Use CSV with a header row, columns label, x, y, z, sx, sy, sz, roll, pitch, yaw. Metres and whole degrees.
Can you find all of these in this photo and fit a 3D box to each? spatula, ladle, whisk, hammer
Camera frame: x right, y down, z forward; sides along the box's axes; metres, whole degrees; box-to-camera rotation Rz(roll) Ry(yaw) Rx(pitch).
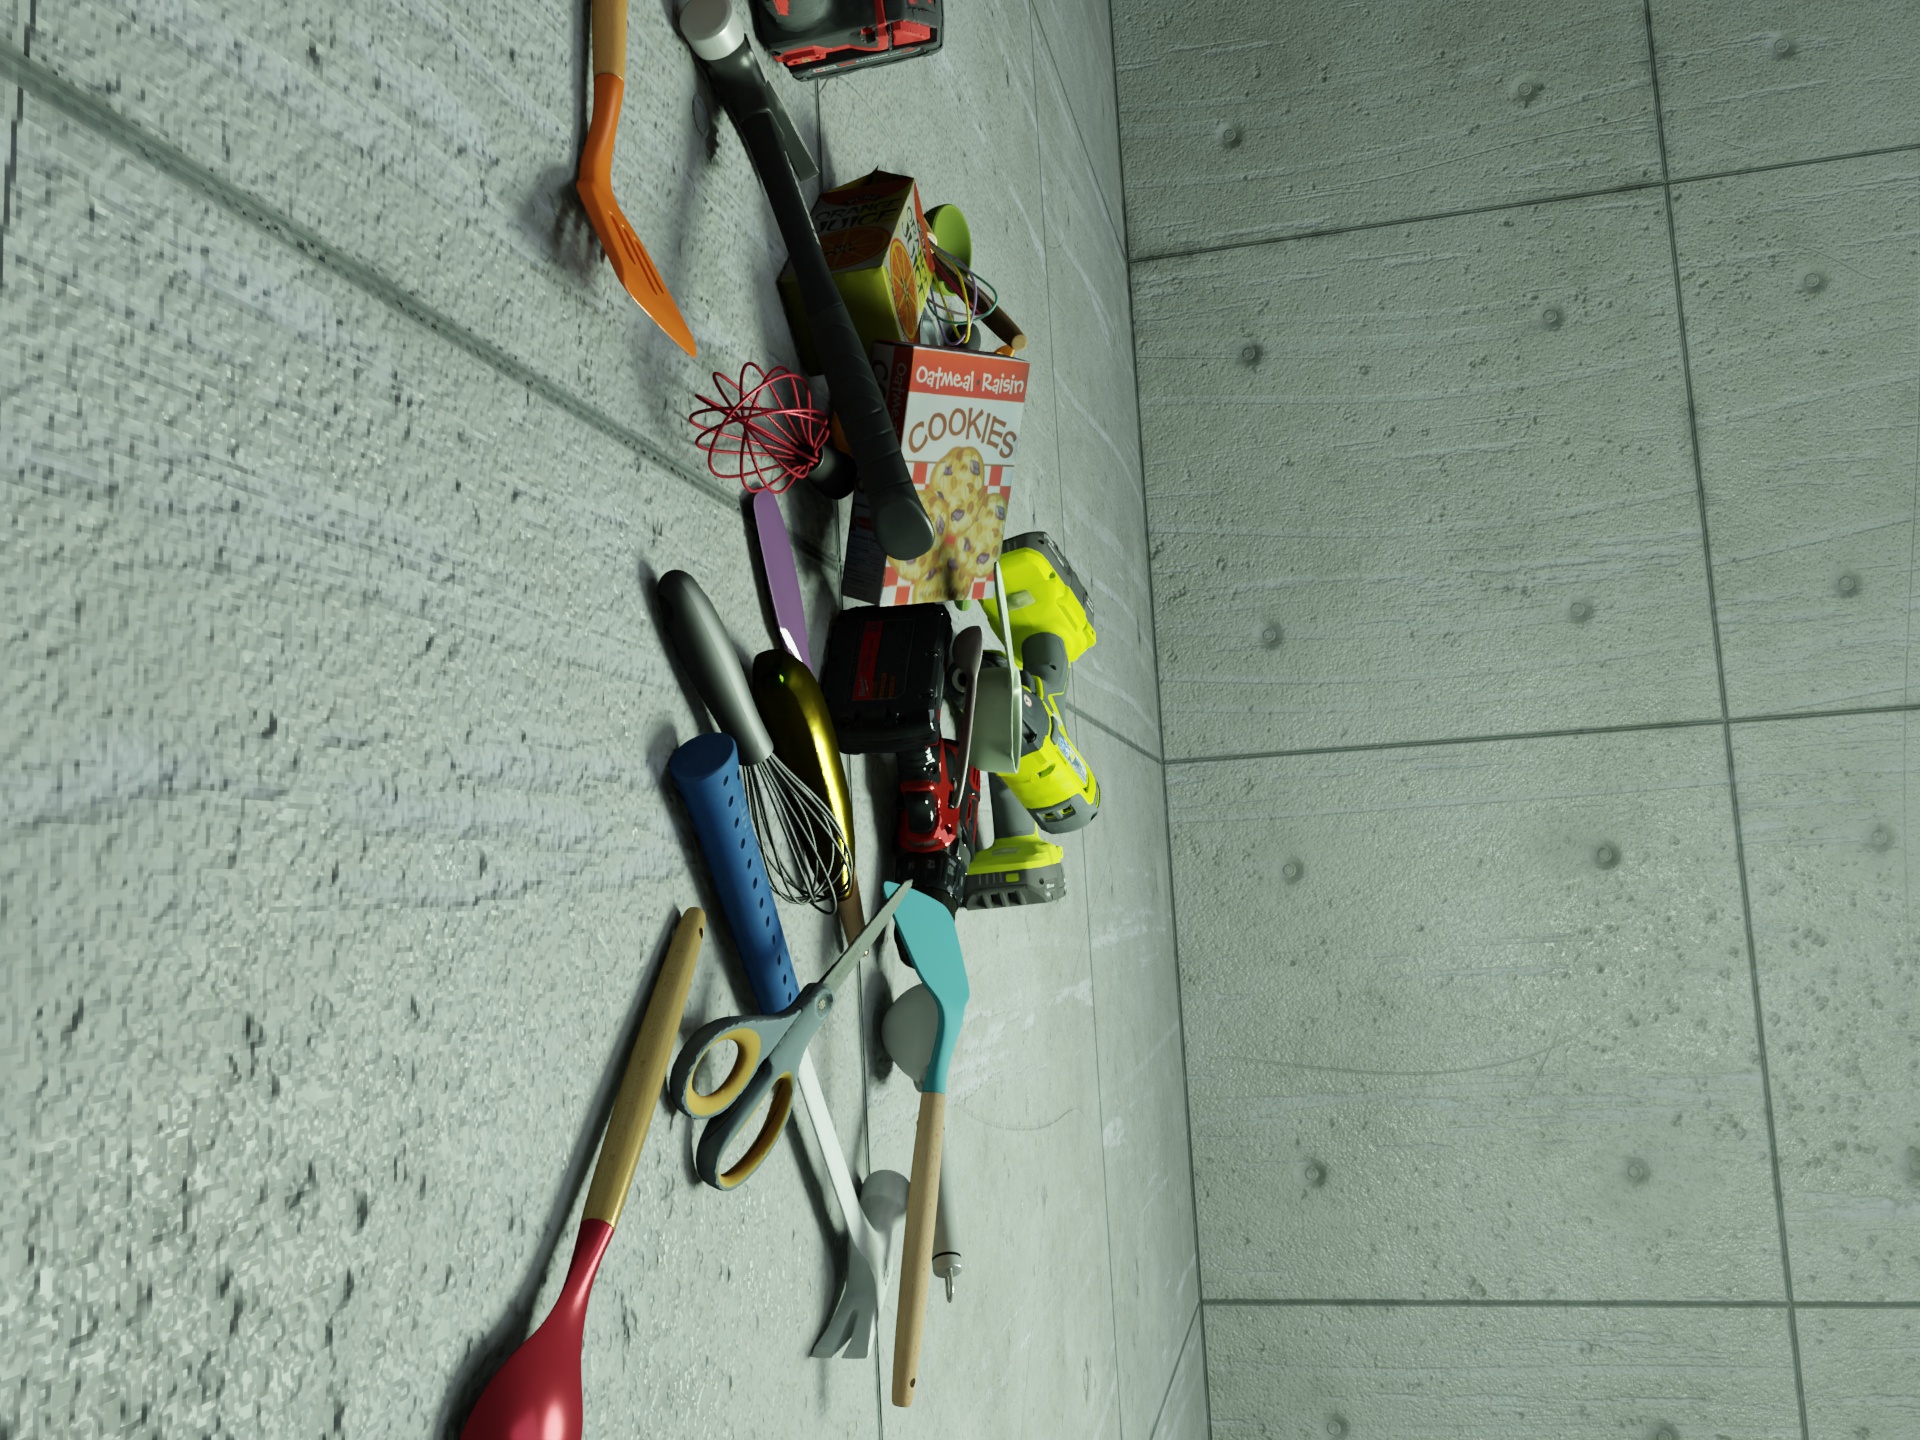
label,x,y,z,sx,sy,sz,roll,pitch,yaw
spatula,-0.028,0.263,1.009,0.082,0.044,0.318,31,60,-53
ladle,-0.150,0.197,0.683,0.316,0.031,0.069,-81,161,-51
spatula,-0.092,0.007,1.007,0.060,0.018,0.315,-66,148,-69
spatula,-0.163,-0.335,0.777,0.081,0.041,0.323,38,48,-71
whisk,-0.112,0.018,0.863,0.055,0.055,0.238,-79,155,-50
whisk,-0.003,-0.303,1.428,0.285,0.070,0.070,-83,163,-57
whisk,-0.099,-0.163,0.958,0.296,0.073,0.073,-10,95,-82
hammer,-0.079,-0.241,0.908,0.146,0.035,0.335,49,20,-71
hammer,-0.093,0.190,0.900,0.144,0.035,0.405,-75,156,-56
ladle,0.015,-0.351,1.281,0.320,0.062,0.078,-117,-167,-58
whisk,-0.022,-0.364,1.236,0.047,0.051,0.245,50,12,-41

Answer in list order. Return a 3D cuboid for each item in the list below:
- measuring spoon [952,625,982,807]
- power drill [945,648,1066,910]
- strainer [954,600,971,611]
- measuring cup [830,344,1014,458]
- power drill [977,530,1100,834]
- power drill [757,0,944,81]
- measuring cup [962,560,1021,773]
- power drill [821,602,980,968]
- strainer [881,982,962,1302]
label,x,y,z,sx,sy,sz,roll,pitch,yaw
measuring spoon,-0.002,-0.003,1.068,0.034,0.018,0.124,168,-71,-77
power drill,0.034,0.049,1.410,0.190,0.080,0.228,10,73,-77
strainer,-0.028,-0.150,1.273,0.256,0.069,0.151,110,-20,-79
measuring cup,-0.022,-0.233,1.135,0.174,0.095,0.052,-48,141,-23
power drill,0.055,-0.041,1.295,0.171,0.080,0.223,52,29,-41
power drill,-0.079,-0.458,0.959,0.220,0.143,0.078,-44,125,-76
measuring cup,0.018,-0.037,1.105,0.083,0.038,0.167,-80,166,-53
power drill,-0.035,0.048,1.122,0.226,0.080,0.188,75,17,-48
strainer,-0.023,0.266,1.073,0.259,0.050,0.086,-100,-156,-43
